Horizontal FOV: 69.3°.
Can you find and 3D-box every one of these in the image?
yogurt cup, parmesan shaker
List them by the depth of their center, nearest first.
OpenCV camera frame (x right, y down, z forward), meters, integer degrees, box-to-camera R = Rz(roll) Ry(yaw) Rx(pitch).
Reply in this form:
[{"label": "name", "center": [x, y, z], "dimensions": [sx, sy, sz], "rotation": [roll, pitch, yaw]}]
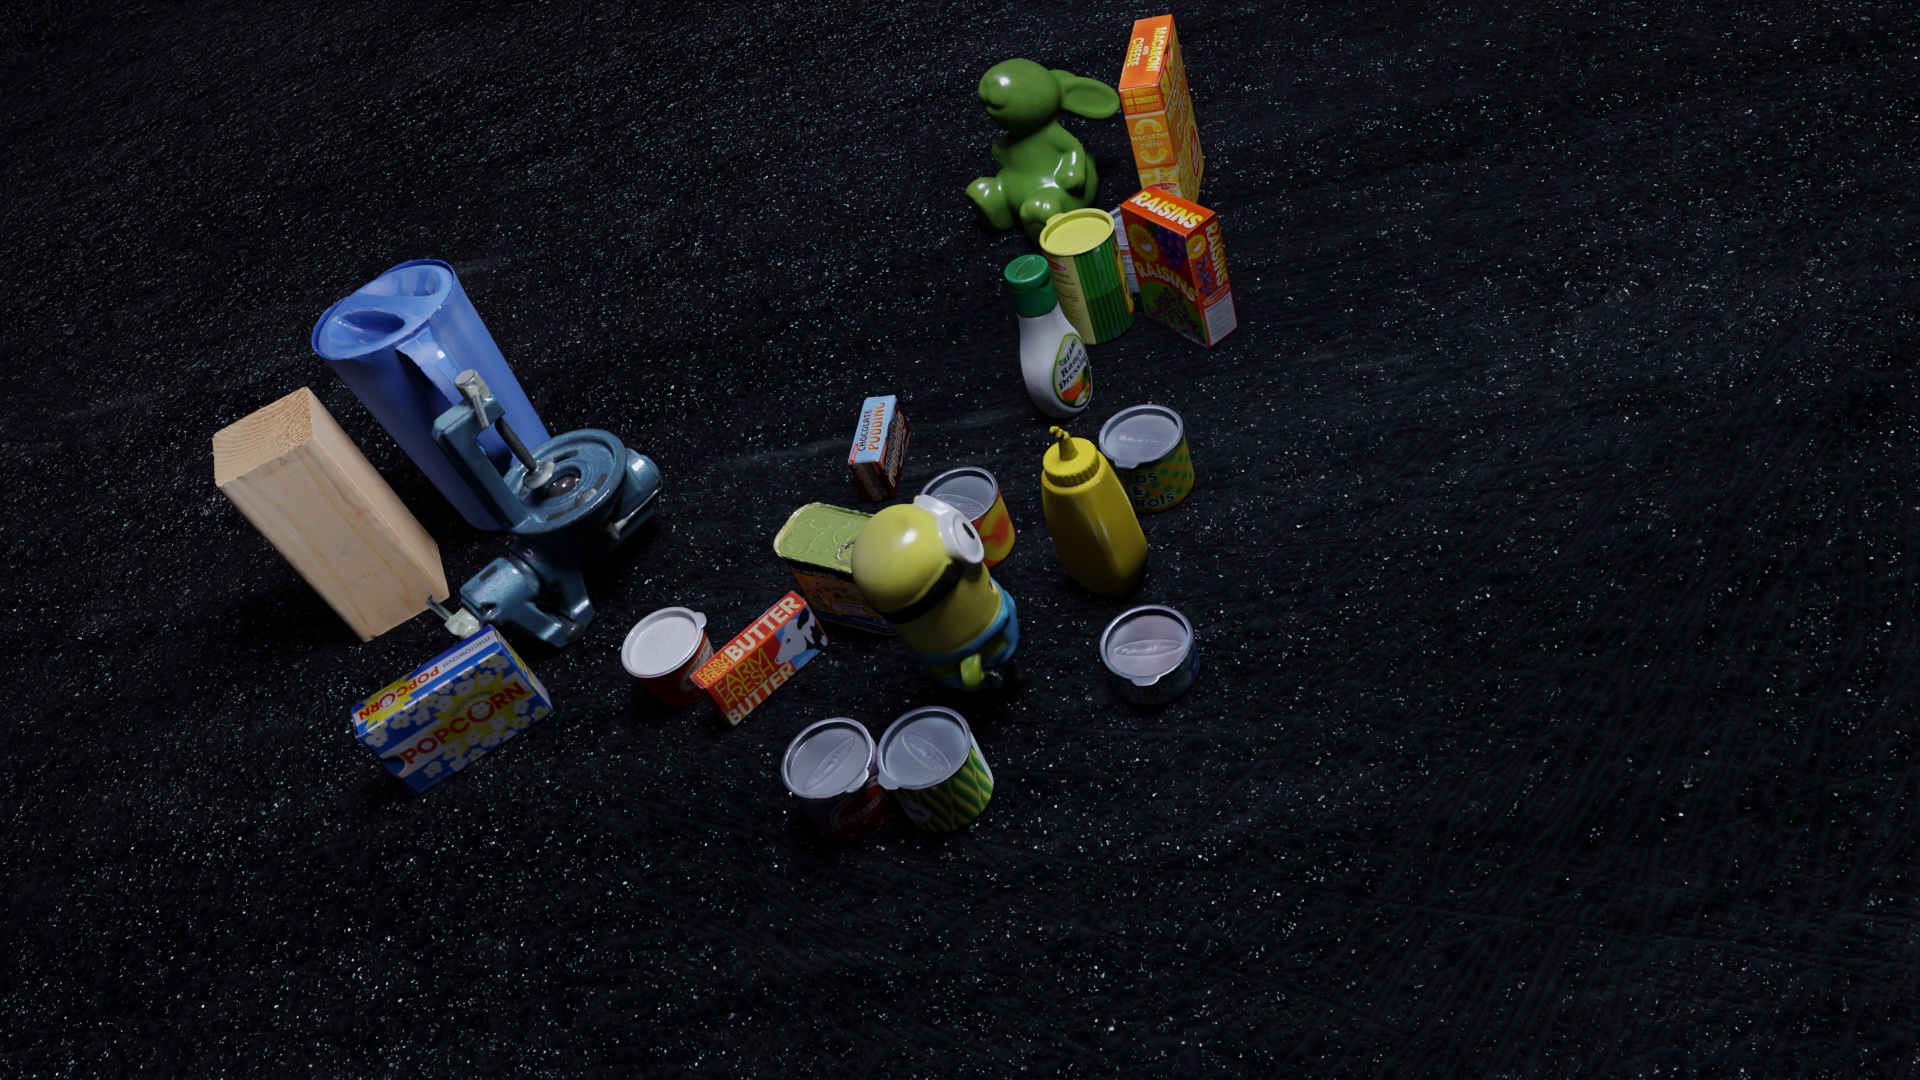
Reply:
[{"label": "yogurt cup", "center": [-0.225, 0.095, 1.094], "dimensions": [0.072, 0.053, 0.073], "rotation": [-12, 45, 12]}, {"label": "parmesan shaker", "center": [0.114, -0.236, 1.242], "dimensions": [0.071, 0.102, 0.072], "rotation": [-12, 45, 12]}]

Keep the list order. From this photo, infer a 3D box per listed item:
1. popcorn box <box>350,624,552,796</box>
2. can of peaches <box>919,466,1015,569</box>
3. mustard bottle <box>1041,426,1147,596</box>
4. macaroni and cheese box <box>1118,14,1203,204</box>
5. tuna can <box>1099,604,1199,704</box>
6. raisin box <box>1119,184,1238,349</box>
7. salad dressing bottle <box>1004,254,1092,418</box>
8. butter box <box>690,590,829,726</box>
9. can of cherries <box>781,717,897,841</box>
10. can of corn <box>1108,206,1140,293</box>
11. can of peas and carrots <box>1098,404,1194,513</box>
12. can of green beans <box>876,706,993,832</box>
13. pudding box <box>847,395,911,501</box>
[{"label": "popcorn box", "center": [-0.402, 0.135, 1.104], "dimensions": [0.127, 0.085, 0.038], "rotation": [-33, 44, -10]}, {"label": "can of peaches", "center": [0.004, -0.014, 1.103], "dimensions": [0.071, 0.057, 0.071], "rotation": [-12, 45, 12]}, {"label": "mustard bottle", "center": [0.092, -0.026, 1.005], "dimensions": [0.065, 0.159, 0.049], "rotation": [18, 57, 35]}, {"label": "macaroni and cheese box", "center": [0.193, -0.389, 1.312], "dimensions": [0.040, 0.165, 0.124], "rotation": [-3, 47, 20]}, {"label": "tuna can", "center": [0.133, 0.082, 0.975], "dimensions": [0.071, 0.032, 0.071], "rotation": [-12, 45, 12]}, {"label": "raisin box", "center": [0.189, -0.235, 1.196], "dimensions": [0.040, 0.122, 0.086], "rotation": [-37, 45, -14]}, {"label": "salad dressing bottle", "center": [0.072, -0.169, 1.162], "dimensions": [0.044, 0.147, 0.064], "rotation": [18, 57, 35]}, {"label": "butter box", "center": [-0.153, 0.091, 1.068], "dimensions": [0.104, 0.053, 0.024], "rotation": [-41, 46, -18]}, {"label": "can of cherries", "center": [-0.081, 0.167, 0.961], "dimensions": [0.071, 0.058, 0.072], "rotation": [-12, 45, 12]}, {"label": "can of corn", "center": [0.167, -0.273, 1.288], "dimensions": [0.071, 0.058, 0.071], "rotation": [-12, 45, 12]}, {"label": "can of peas and carrots", "center": [0.146, -0.062, 1.091], "dimensions": [0.071, 0.058, 0.071], "rotation": [-12, 45, 12]}, {"label": "can of green beans", "center": [-0.017, 0.156, 0.946], "dimensions": [0.071, 0.057, 0.071], "rotation": [-12, 45, 12]}, {"label": "pudding box", "center": [-0.070, -0.081, 1.204], "dimensions": [0.030, 0.049, 0.084], "rotation": [-5, 46, 18]}]
